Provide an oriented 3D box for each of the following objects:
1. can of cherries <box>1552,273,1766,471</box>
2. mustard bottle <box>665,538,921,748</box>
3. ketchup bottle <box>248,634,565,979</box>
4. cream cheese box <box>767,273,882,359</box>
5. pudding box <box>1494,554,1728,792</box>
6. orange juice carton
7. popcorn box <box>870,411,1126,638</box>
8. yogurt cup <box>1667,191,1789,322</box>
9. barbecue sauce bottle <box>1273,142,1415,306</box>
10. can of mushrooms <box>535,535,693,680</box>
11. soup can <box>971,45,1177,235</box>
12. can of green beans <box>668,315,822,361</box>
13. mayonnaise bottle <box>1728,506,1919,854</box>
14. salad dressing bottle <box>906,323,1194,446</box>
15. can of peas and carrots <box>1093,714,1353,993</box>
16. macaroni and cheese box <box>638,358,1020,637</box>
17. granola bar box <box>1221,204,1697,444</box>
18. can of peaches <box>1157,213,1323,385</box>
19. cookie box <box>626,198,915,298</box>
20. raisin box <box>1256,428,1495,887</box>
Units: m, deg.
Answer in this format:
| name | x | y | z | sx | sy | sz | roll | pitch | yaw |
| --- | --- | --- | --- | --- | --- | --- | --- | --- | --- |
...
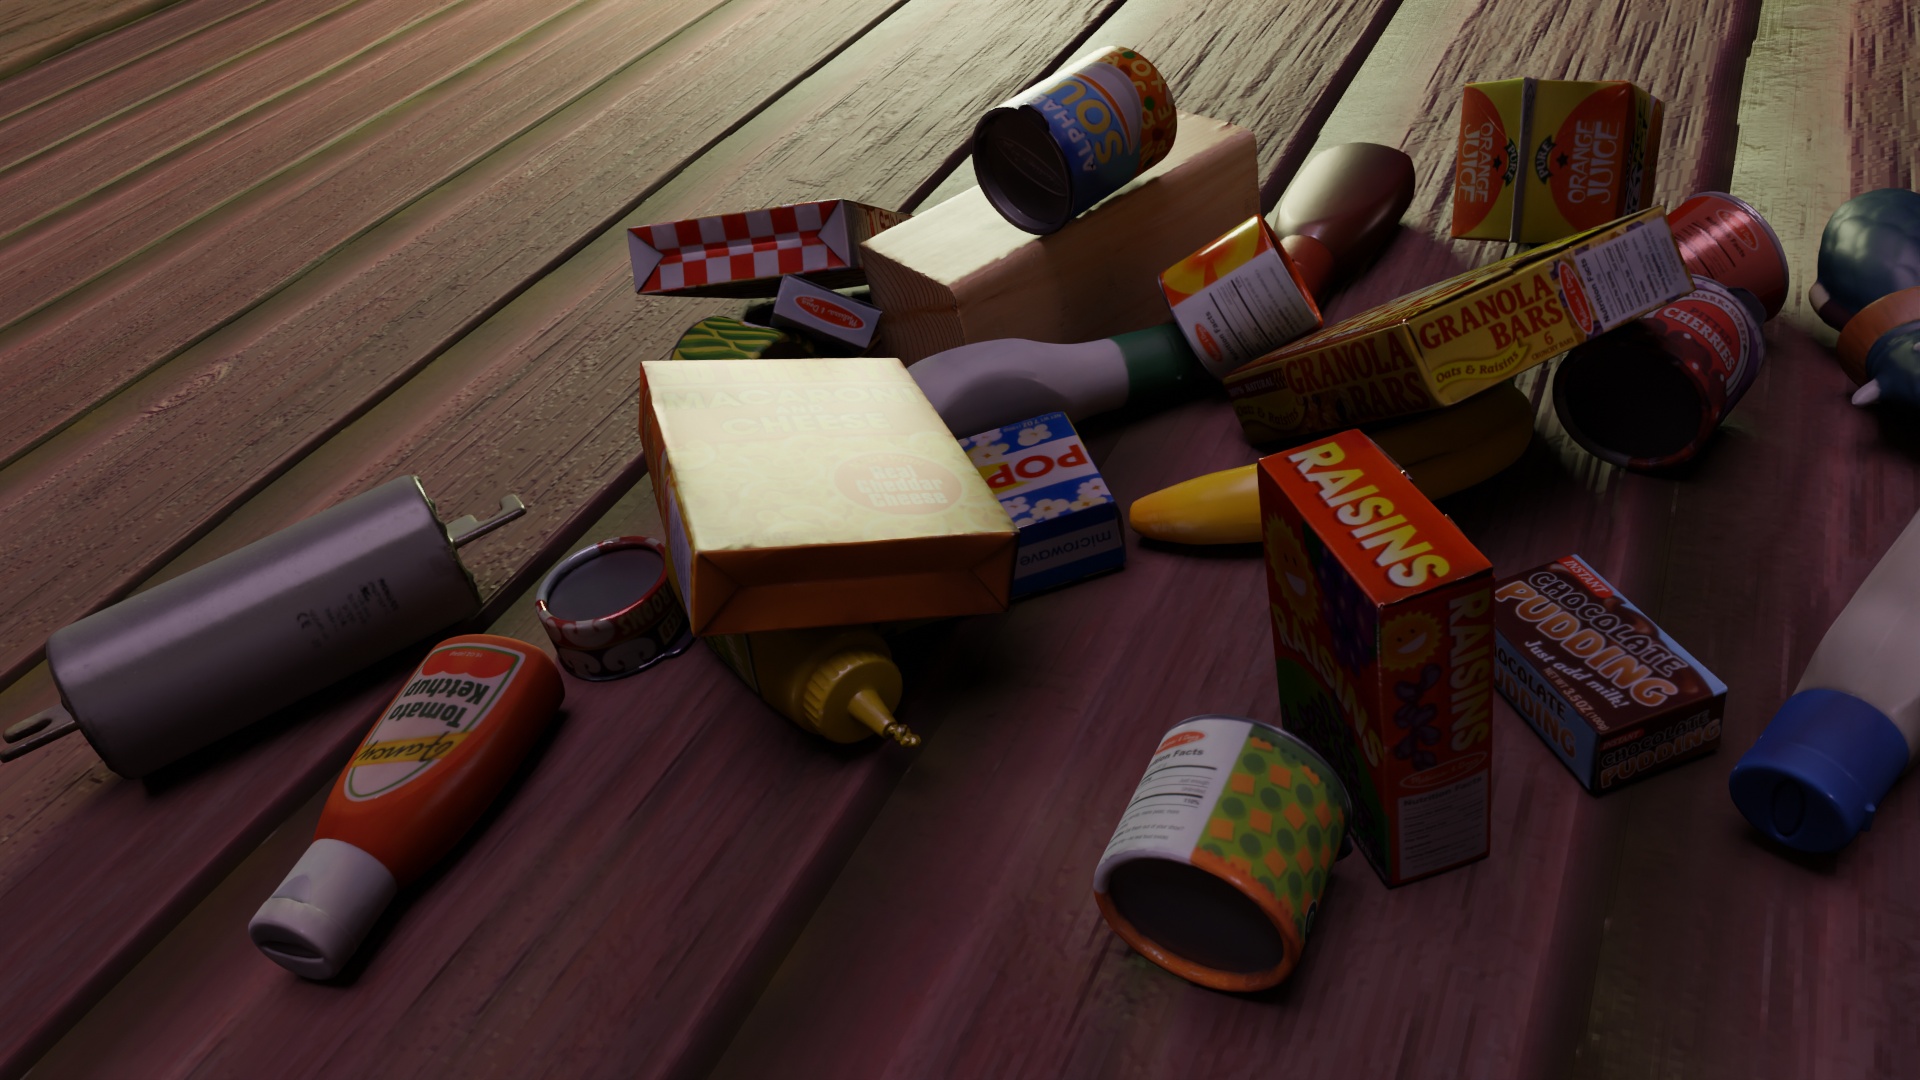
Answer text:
| name | x | y | z | sx | sy | sz | roll | pitch | yaw |
| --- | --- | --- | --- | --- | --- | --- | --- | --- | --- |
| can of cherries | 0.296 | -0.073 | 0.588 | 0.071 | 0.071 | 0.058 | 22 | 50 | 40 |
| mustard bottle | -0.067 | 0.040 | 0.568 | 0.049 | 0.065 | 0.160 | -27 | 41 | -25 |
| ketchup bottle | -0.220 | 0.102 | 0.554 | 0.065 | 0.043 | 0.150 | 1 | 39 | 20 |
| cream cheese box | -0.076 | -0.120 | 0.757 | 0.053 | 0.024 | 0.104 | 21 | -1 | -10 |
| pudding box | 0.221 | 0.045 | 0.491 | 0.050 | 0.030 | 0.084 | -17 | 36 | -6 |
| orange juice carton | 0.289 | -0.182 | 0.674 | 0.073 | 0.071 | 0.193 | 10 | 16 | 30 |
| popcorn box | 0.002 | -0.008 | 0.629 | 0.127 | 0.038 | 0.085 | -17 | 36 | -3 |
| yogurt cup | 0.337 | -0.120 | 0.645 | 0.054 | 0.072 | 0.072 | -28 | 37 | -5 |
| barbecue sauce bottle | 0.204 | -0.172 | 0.776 | 0.065 | 0.043 | 0.149 | 10 | 43 | 31 |
| can of mushrooms | -0.156 | 0.030 | 0.637 | 0.071 | 0.033 | 0.071 | -9 | 35 | 7 |
| soup can | 0.058 | -0.201 | 0.690 | 0.071 | 0.071 | 0.084 | 24 | 51 | 41 |
| can of green beans | -0.114 | -0.084 | 0.746 | 0.058 | 0.071 | 0.071 | 17 | 46 | 35 |
| mayonnaise bottle | 0.301 | 0.039 | 0.447 | 0.149 | 0.064 | 0.041 | -38 | 43 | -24 |
| salad dressing bottle | 0.043 | -0.075 | 0.688 | 0.148 | 0.064 | 0.044 | -14 | 51 | -17 |
| can of peas and carrots | 0.084 | 0.100 | 0.436 | 0.071 | 0.070 | 0.059 | 9 | 42 | 29 |
| macaroni and cheese box | -0.063 | -0.025 | 0.576 | 0.124 | 0.040 | 0.167 | -3 | 31 | -19 |
| granola bar box | 0.204 | -0.088 | 0.598 | 0.124 | 0.039 | 0.165 | -24 | 4 | -13 |
| can of peaches | 0.140 | -0.121 | 0.695 | 0.058 | 0.071 | 0.071 | -30 | 31 | 21 |
| cookie box | -0.101 | -0.168 | 0.815 | 0.123 | 0.040 | 0.168 | -5 | 8 | 13 |
| raisin box | 0.135 | 0.038 | 0.451 | 0.040 | 0.122 | 0.086 | -17 | 36 | -3 |
